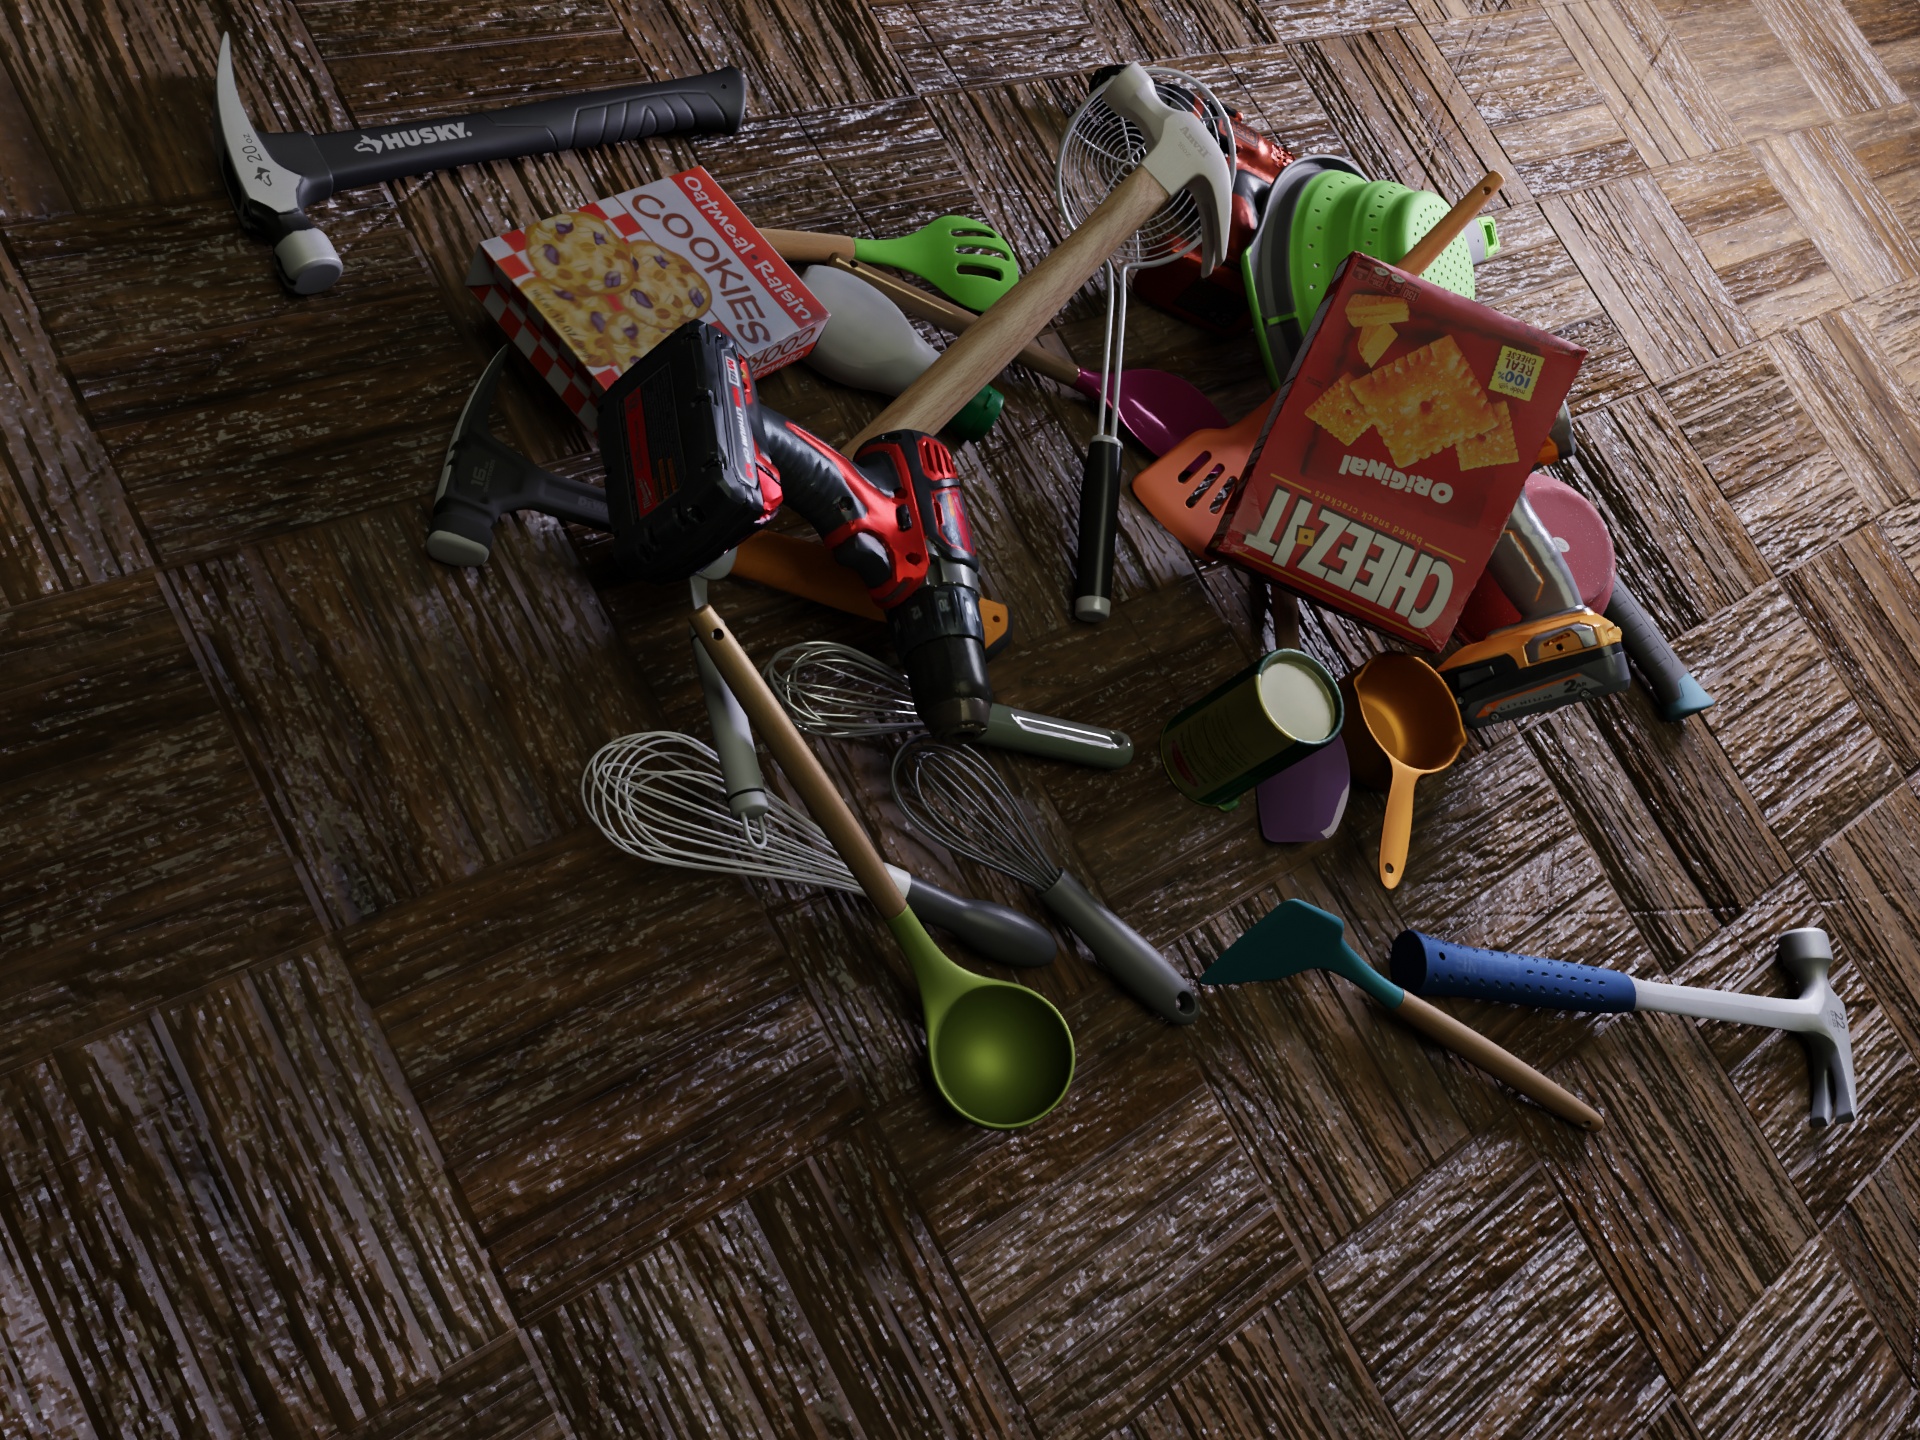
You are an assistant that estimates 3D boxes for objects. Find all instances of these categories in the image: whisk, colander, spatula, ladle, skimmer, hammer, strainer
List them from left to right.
[{"bbox_3d":[-0.269,-0.352,0.941,0.335,0.035,0.146,-26,83,-35],"label":"hammer"},{"bbox_3d":[-0.134,-0.052,0.817,0.086,0.050,0.259,25,43,-58],"label":"strainer"},{"bbox_3d":[-0.122,-0.103,0.908,0.336,0.034,0.127,17,62,-21],"label":"hammer"},{"bbox_3d":[-0.066,0.076,0.846,0.284,0.070,0.070,25,59,-22],"label":"whisk"},{"bbox_3d":[-0.041,0.077,0.800,0.078,0.062,0.320,-40,110,-23],"label":"ladle"},{"bbox_3d":[-0.001,-0.003,0.922,0.246,0.059,0.058,12,35,-28],"label":"whisk"},{"bbox_3d":[0.047,-0.258,0.988,0.130,0.031,0.331,44,77,-6],"label":"hammer"},{"bbox_3d":[0.051,0.095,0.905,0.239,0.055,0.055,43,55,-11],"label":"whisk"},{"bbox_3d":[0.111,-0.246,1.034,0.127,0.090,0.363,12,72,-19],"label":"skimmer"},{"bbox_3d":[0.224,-0.063,1.080,0.060,0.018,0.316,-3,62,9],"label":"spatula"},{"bbox_3d":[0.251,-0.248,1.079,0.081,0.041,0.322,43,98,-7],"label":"spatula"},{"bbox_3d":[0.289,0.193,0.987,0.317,0.082,0.044,31,29,-18],"label":"spatula"},{"bbox_3d":[0.359,-0.348,1.211,0.397,0.094,0.204,-31,109,-43],"label":"colander"},{"bbox_3d":[0.478,-0.137,1.248,0.128,0.033,0.331,-33,86,-34],"label":"hammer"},{"bbox_3d":[0.466,0.193,1.089,0.405,0.035,0.144,11,63,-24],"label":"hammer"}]

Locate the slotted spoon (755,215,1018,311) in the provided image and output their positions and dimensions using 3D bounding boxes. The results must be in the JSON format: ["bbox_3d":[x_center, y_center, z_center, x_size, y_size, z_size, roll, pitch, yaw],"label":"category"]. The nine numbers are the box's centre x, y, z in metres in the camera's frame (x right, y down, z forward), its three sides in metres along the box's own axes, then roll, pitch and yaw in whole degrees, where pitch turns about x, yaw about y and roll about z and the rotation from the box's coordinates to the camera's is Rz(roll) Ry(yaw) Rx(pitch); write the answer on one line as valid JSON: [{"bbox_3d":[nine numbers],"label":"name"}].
[{"bbox_3d":[-0.093,-0.301,1.018,0.313,0.031,0.070,-5,77,-28],"label":"slotted spoon"}]

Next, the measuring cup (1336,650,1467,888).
[{"bbox_3d":[0.277,0.038,1.049,0.095,0.052,0.174,25,60,-17],"label":"measuring cup"}]

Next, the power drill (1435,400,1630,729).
[{"bbox_3d":[0.350,-0.109,1.107,0.084,0.185,0.226,-4,78,-70],"label":"power drill"}]

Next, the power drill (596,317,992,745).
[{"bbox_3d":[-0.070,-0.090,0.827,0.226,0.080,0.188,17,52,-48],"label":"power drill"}]

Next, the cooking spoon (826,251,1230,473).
[{"bbox_3d":[0.054,-0.241,1.066,0.318,0.017,0.069,20,68,-24],"label":"cooking spoon"}]
